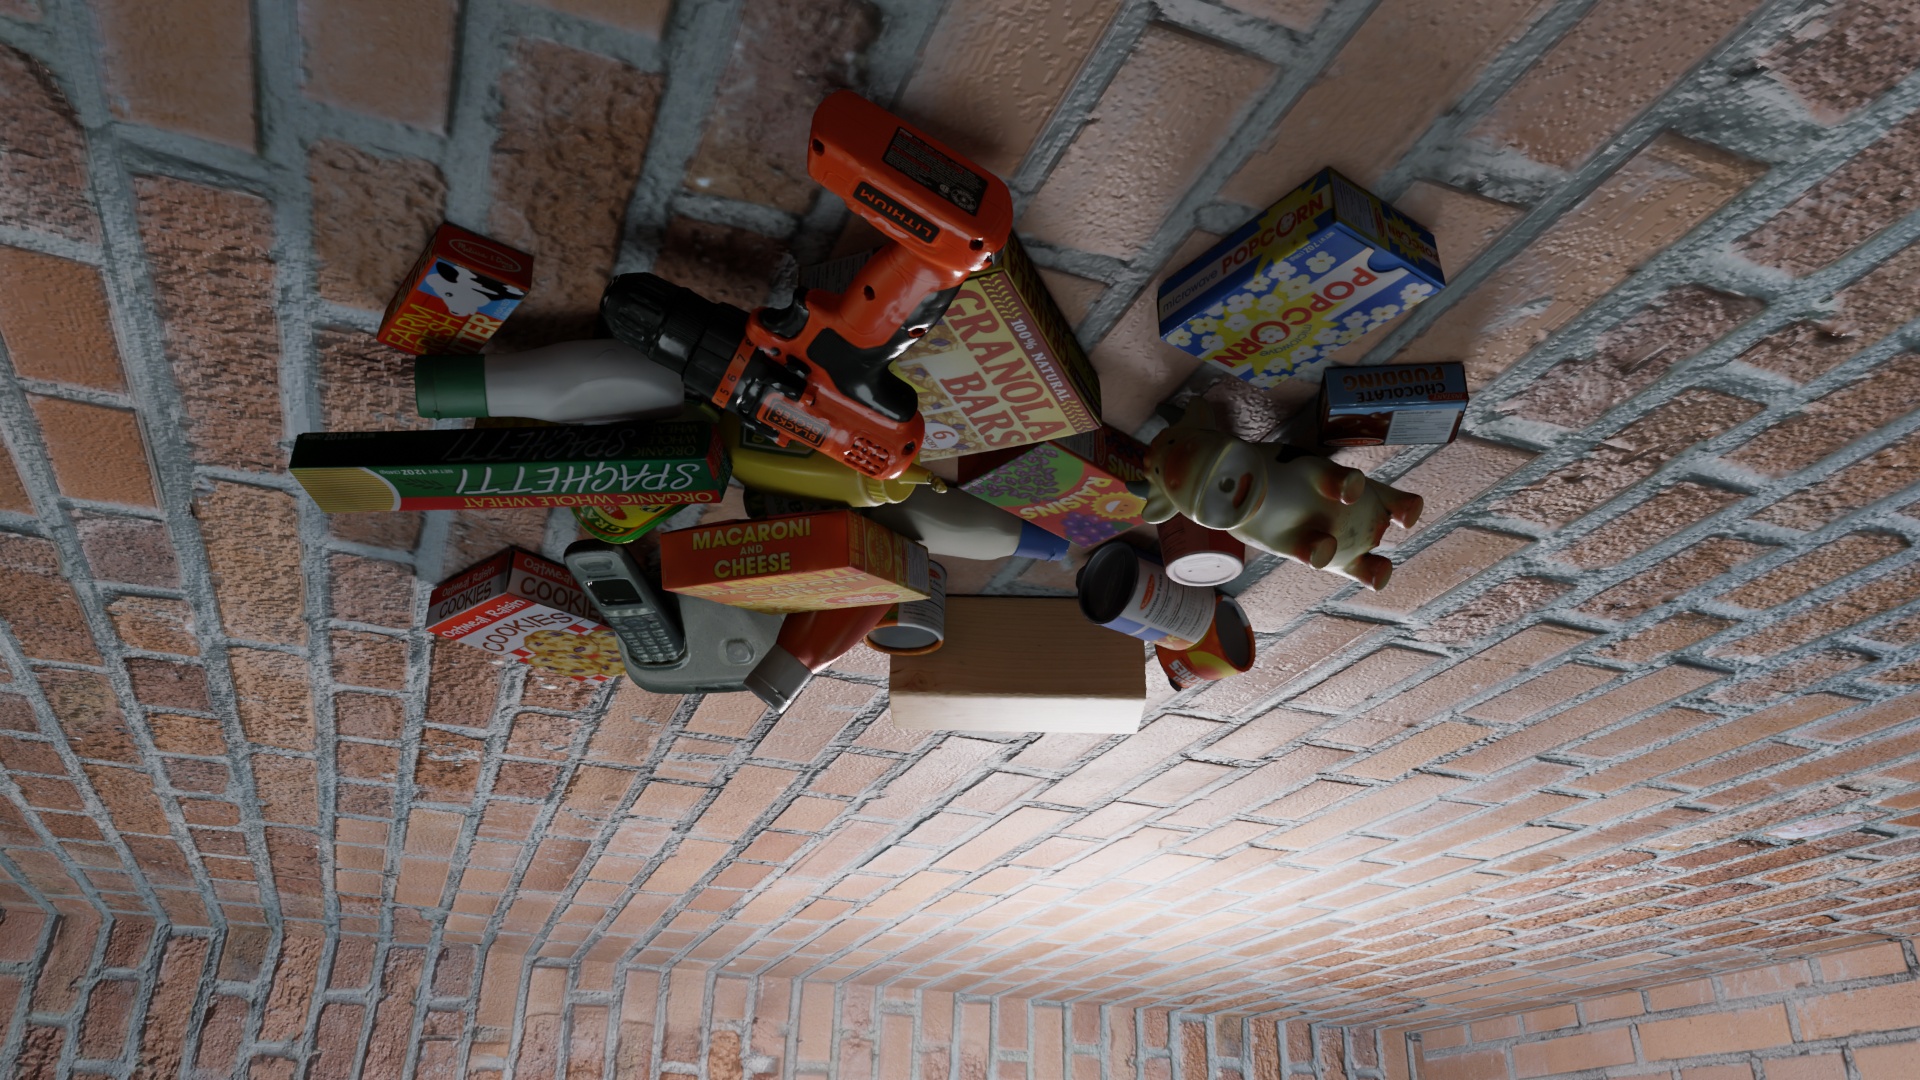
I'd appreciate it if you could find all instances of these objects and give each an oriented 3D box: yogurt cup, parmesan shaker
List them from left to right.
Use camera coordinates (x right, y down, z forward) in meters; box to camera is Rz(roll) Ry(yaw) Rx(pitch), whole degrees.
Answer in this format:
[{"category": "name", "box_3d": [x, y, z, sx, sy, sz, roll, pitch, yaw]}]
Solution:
[{"category": "parmesan shaker", "box_3d": [-0.203, -0.048, 0.902, 0.071, 0.071, 0.102, 24, 145, -36]}, {"category": "yogurt cup", "box_3d": [0.171, -0.003, 0.982, 0.072, 0.054, 0.072, 1, 152, 1]}]

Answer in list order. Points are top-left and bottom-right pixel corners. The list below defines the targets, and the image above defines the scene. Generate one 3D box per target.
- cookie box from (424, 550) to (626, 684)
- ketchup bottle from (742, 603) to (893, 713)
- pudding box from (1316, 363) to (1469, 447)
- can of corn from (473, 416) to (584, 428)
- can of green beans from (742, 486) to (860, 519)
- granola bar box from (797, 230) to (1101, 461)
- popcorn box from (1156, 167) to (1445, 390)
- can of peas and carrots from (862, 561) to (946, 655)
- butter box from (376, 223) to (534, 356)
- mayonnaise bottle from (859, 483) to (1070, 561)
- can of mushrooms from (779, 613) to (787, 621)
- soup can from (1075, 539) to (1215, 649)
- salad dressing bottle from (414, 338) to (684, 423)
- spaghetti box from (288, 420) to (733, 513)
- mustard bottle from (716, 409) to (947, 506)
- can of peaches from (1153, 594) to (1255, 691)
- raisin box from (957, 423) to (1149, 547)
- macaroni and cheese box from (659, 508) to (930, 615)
[{"category": "cookie box", "box_3d": [-0.338, 0.067, 1.159, 0.122, 0.040, 0.167, -21, 146, 37]}, {"category": "ketchup bottle", "box_3d": [-0.097, 0.058, 1.015, 0.043, 0.149, 0.064, 23, 160, 49]}, {"category": "pudding box", "box_3d": [0.262, -0.082, 0.849, 0.084, 0.030, 0.049, -2, 154, 7]}, {"category": "can of corn", "box_3d": [-0.274, -0.068, 0.872, 0.071, 0.058, 0.071, 1, 152, 1]}, {"category": "can of green beans", "box_3d": [-0.103, -0.037, 0.913, 0.058, 0.071, 0.071, -7, 152, 15]}, {"category": "granola bar box", "box_3d": [-0.002, -0.108, 0.800, 0.124, 0.039, 0.165, -10, 151, 21]}, {"category": "popcorn box", "box_3d": [0.178, -0.135, 0.742, 0.085, 0.038, 0.126, 21, 148, -30]}, {"category": "can of peas and carrots", "box_3d": [-0.046, 0.053, 1.097, 0.071, 0.059, 0.070, 1, 152, 1]}, {"category": "butter box", "box_3d": [-0.285, -0.134, 0.780, 0.053, 0.024, 0.103, 19, 148, -33]}, {"category": "mayonnaise bottle", "box_3d": [0.004, -0.012, 0.987, 0.148, 0.041, 0.064, 8, 153, -14]}, {"category": "can of mushrooms", "box_3d": [-0.108, 0.040, 1.068, 0.071, 0.071, 0.033, 18, 149, -29]}, {"category": "soup can", "box_3d": [0.141, 0.042, 1.060, 0.084, 0.071, 0.071, 20, 147, -32]}, {"category": "salad dressing bottle", "box_3d": [-0.237, -0.092, 0.808, 0.148, 0.044, 0.064, -4, 162, -16]}, {"category": "spaghetti box", "box_3d": [-0.264, -0.043, 0.821, 0.250, 0.029, 0.050, -1, 149, 3]}, {"category": "mustard bottle", "box_3d": [-0.075, -0.052, 0.837, 0.160, 0.065, 0.048, 14, 151, 30]}, {"category": "can of peaches", "box_3d": [0.200, 0.084, 1.132, 0.058, 0.071, 0.071, -22, 145, 35]}, {"category": "raisin box", "box_3d": [0.071, -0.044, 0.924, 0.123, 0.040, 0.086, 25, 144, -35]}, {"category": "macaroni and cheese box", "box_3d": [-0.102, 0.016, 0.905, 0.124, 0.040, 0.166, -7, 169, 14]}]
